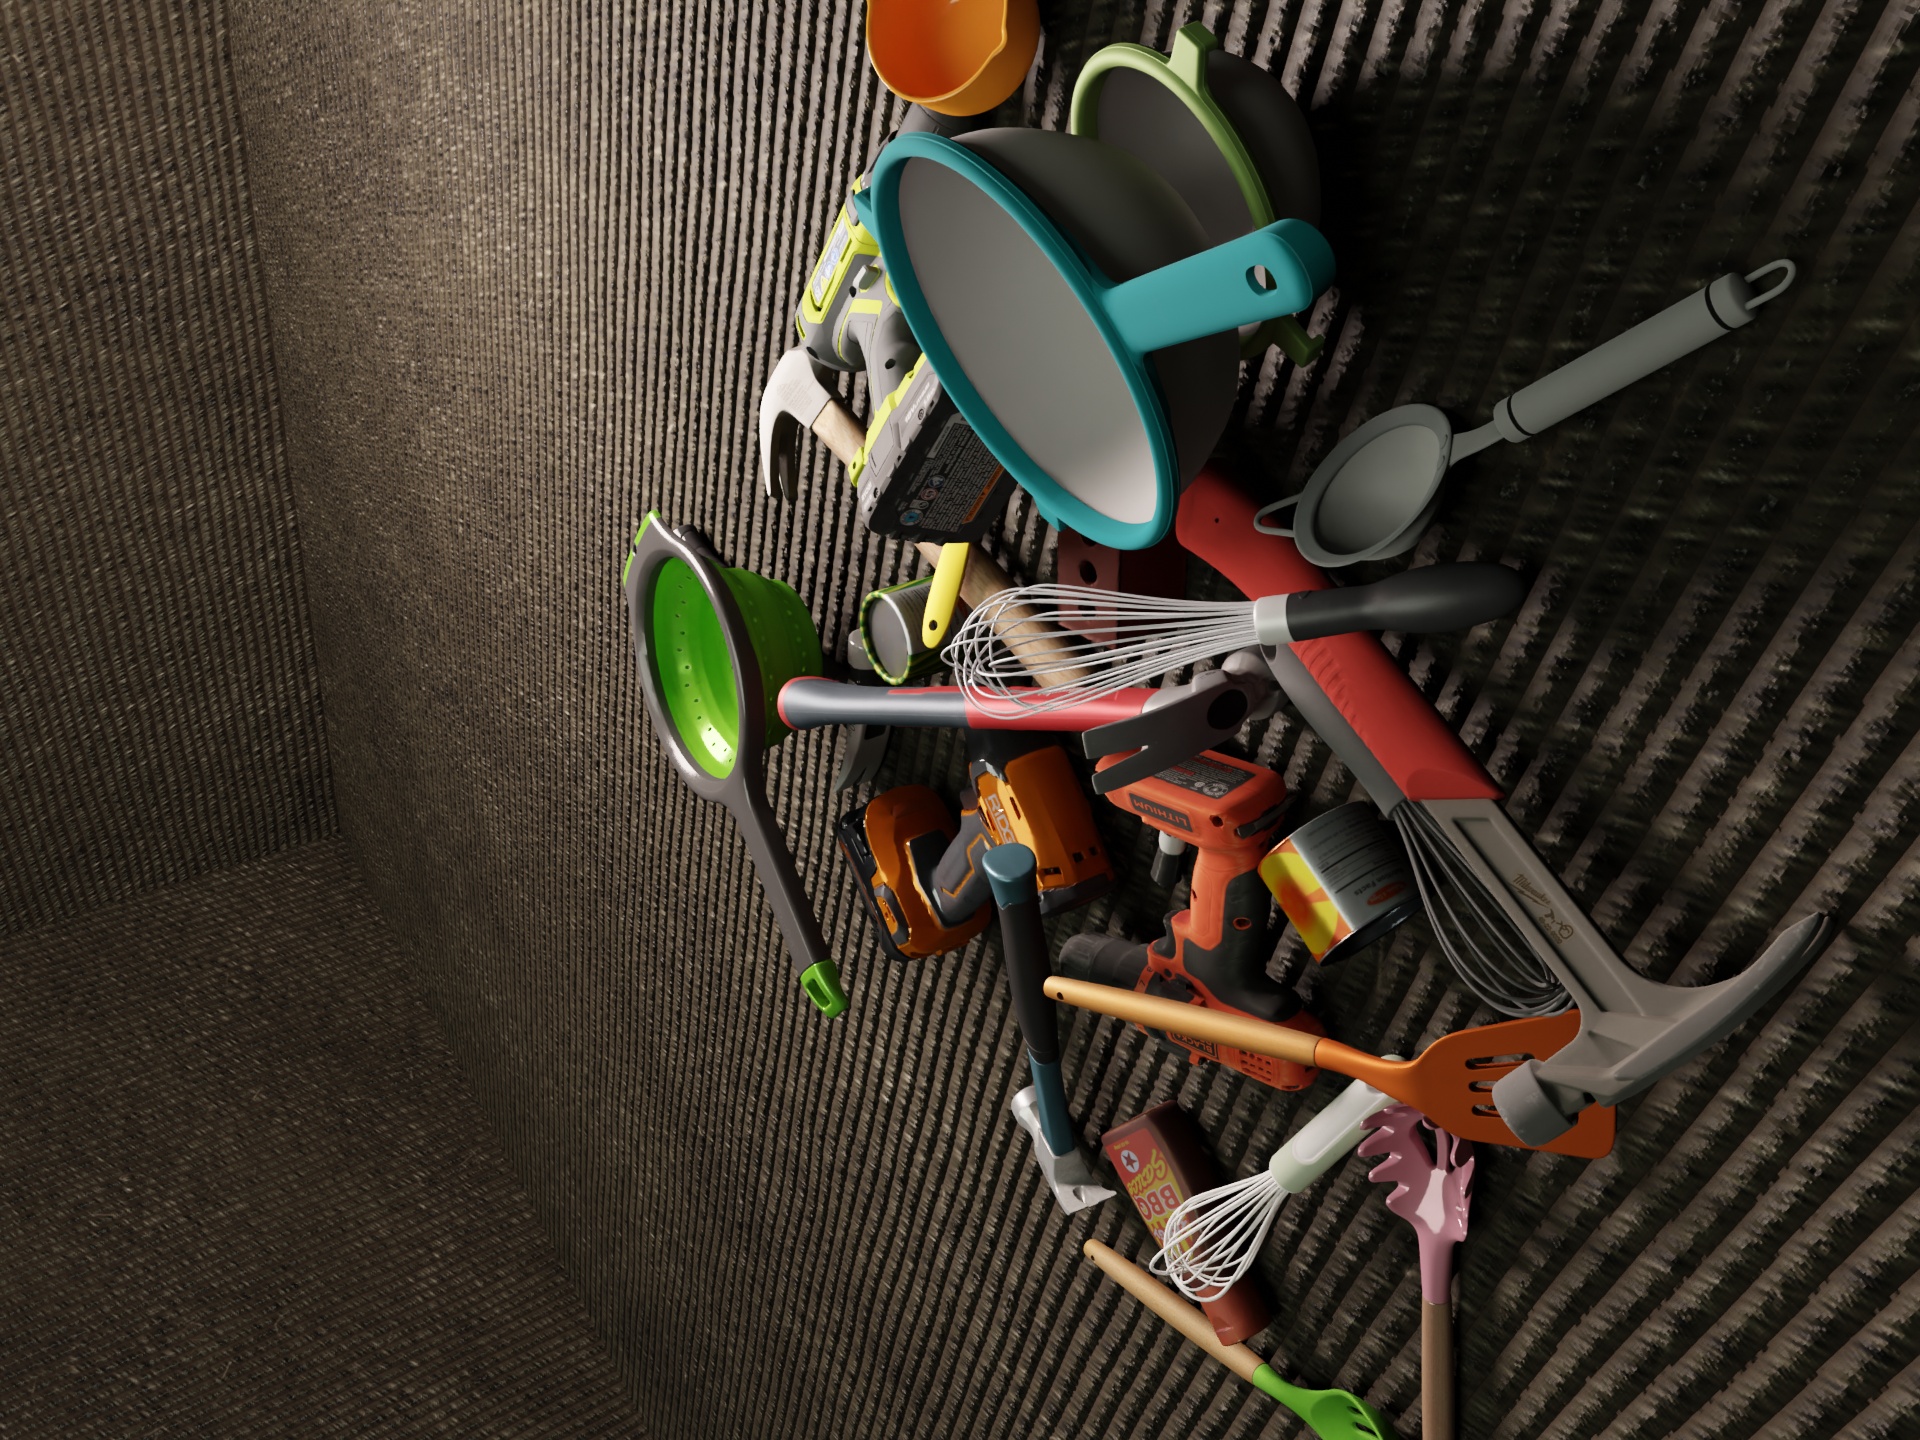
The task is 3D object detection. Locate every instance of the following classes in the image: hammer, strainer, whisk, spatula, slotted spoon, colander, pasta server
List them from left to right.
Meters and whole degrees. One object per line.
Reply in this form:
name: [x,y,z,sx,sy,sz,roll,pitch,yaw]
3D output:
hammer: [-0.157,-0.073,1.305,0.335,0.035,0.146,40,137,42]
colander: [-0.135,0.025,1.184,0.397,0.094,0.204,65,148,17]
hammer: [-0.024,-0.127,1.034,0.332,0.031,0.130,49,115,24]
hammer: [-0.001,-0.003,0.936,0.386,0.143,0.038,1,109,50]
hammer: [0.050,0.201,1.023,0.128,0.033,0.330,-121,15,-48]
strainer: [0.079,-0.182,0.661,0.211,0.095,0.340,57,167,-16]
strainer: [0.100,-0.260,0.771,0.151,0.069,0.257,62,169,-25]
whisk: [0.117,-0.043,0.745,0.284,0.070,0.070,-7,102,30]
slotted spoon: [0.178,0.411,1.036,0.314,0.031,0.070,18,121,56]
whisk: [0.181,0.261,0.905,0.246,0.059,0.058,-58,38,39]
spatula: [0.173,0.164,0.830,0.323,0.041,0.081,5,116,45]
whisk: [0.213,0.041,0.765,0.239,0.055,0.055,59,147,29]
hammer: [0.211,0.001,0.723,0.149,0.036,0.359,-45,56,22]
pasta server: [0.255,0.338,0.862,0.060,0.040,0.316,13,119,43]
strainer: [0.226,-0.120,0.660,0.258,0.050,0.087,-29,38,54]

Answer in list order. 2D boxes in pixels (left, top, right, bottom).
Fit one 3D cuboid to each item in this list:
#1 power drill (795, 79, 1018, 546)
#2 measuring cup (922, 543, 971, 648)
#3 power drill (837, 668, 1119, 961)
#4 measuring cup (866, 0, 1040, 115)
power drill: [-0.021,-0.234,0.918,0.190,0.080,0.229,-54,41,43]
measuring cup: [-0.007,-0.121,0.984,0.062,0.029,0.156,20,100,35]
power drill: [0.004,0.069,1.083,0.226,0.084,0.164,-33,77,54]
measuring cup: [0.016,-0.407,0.840,0.095,0.052,0.173,32,108,25]
